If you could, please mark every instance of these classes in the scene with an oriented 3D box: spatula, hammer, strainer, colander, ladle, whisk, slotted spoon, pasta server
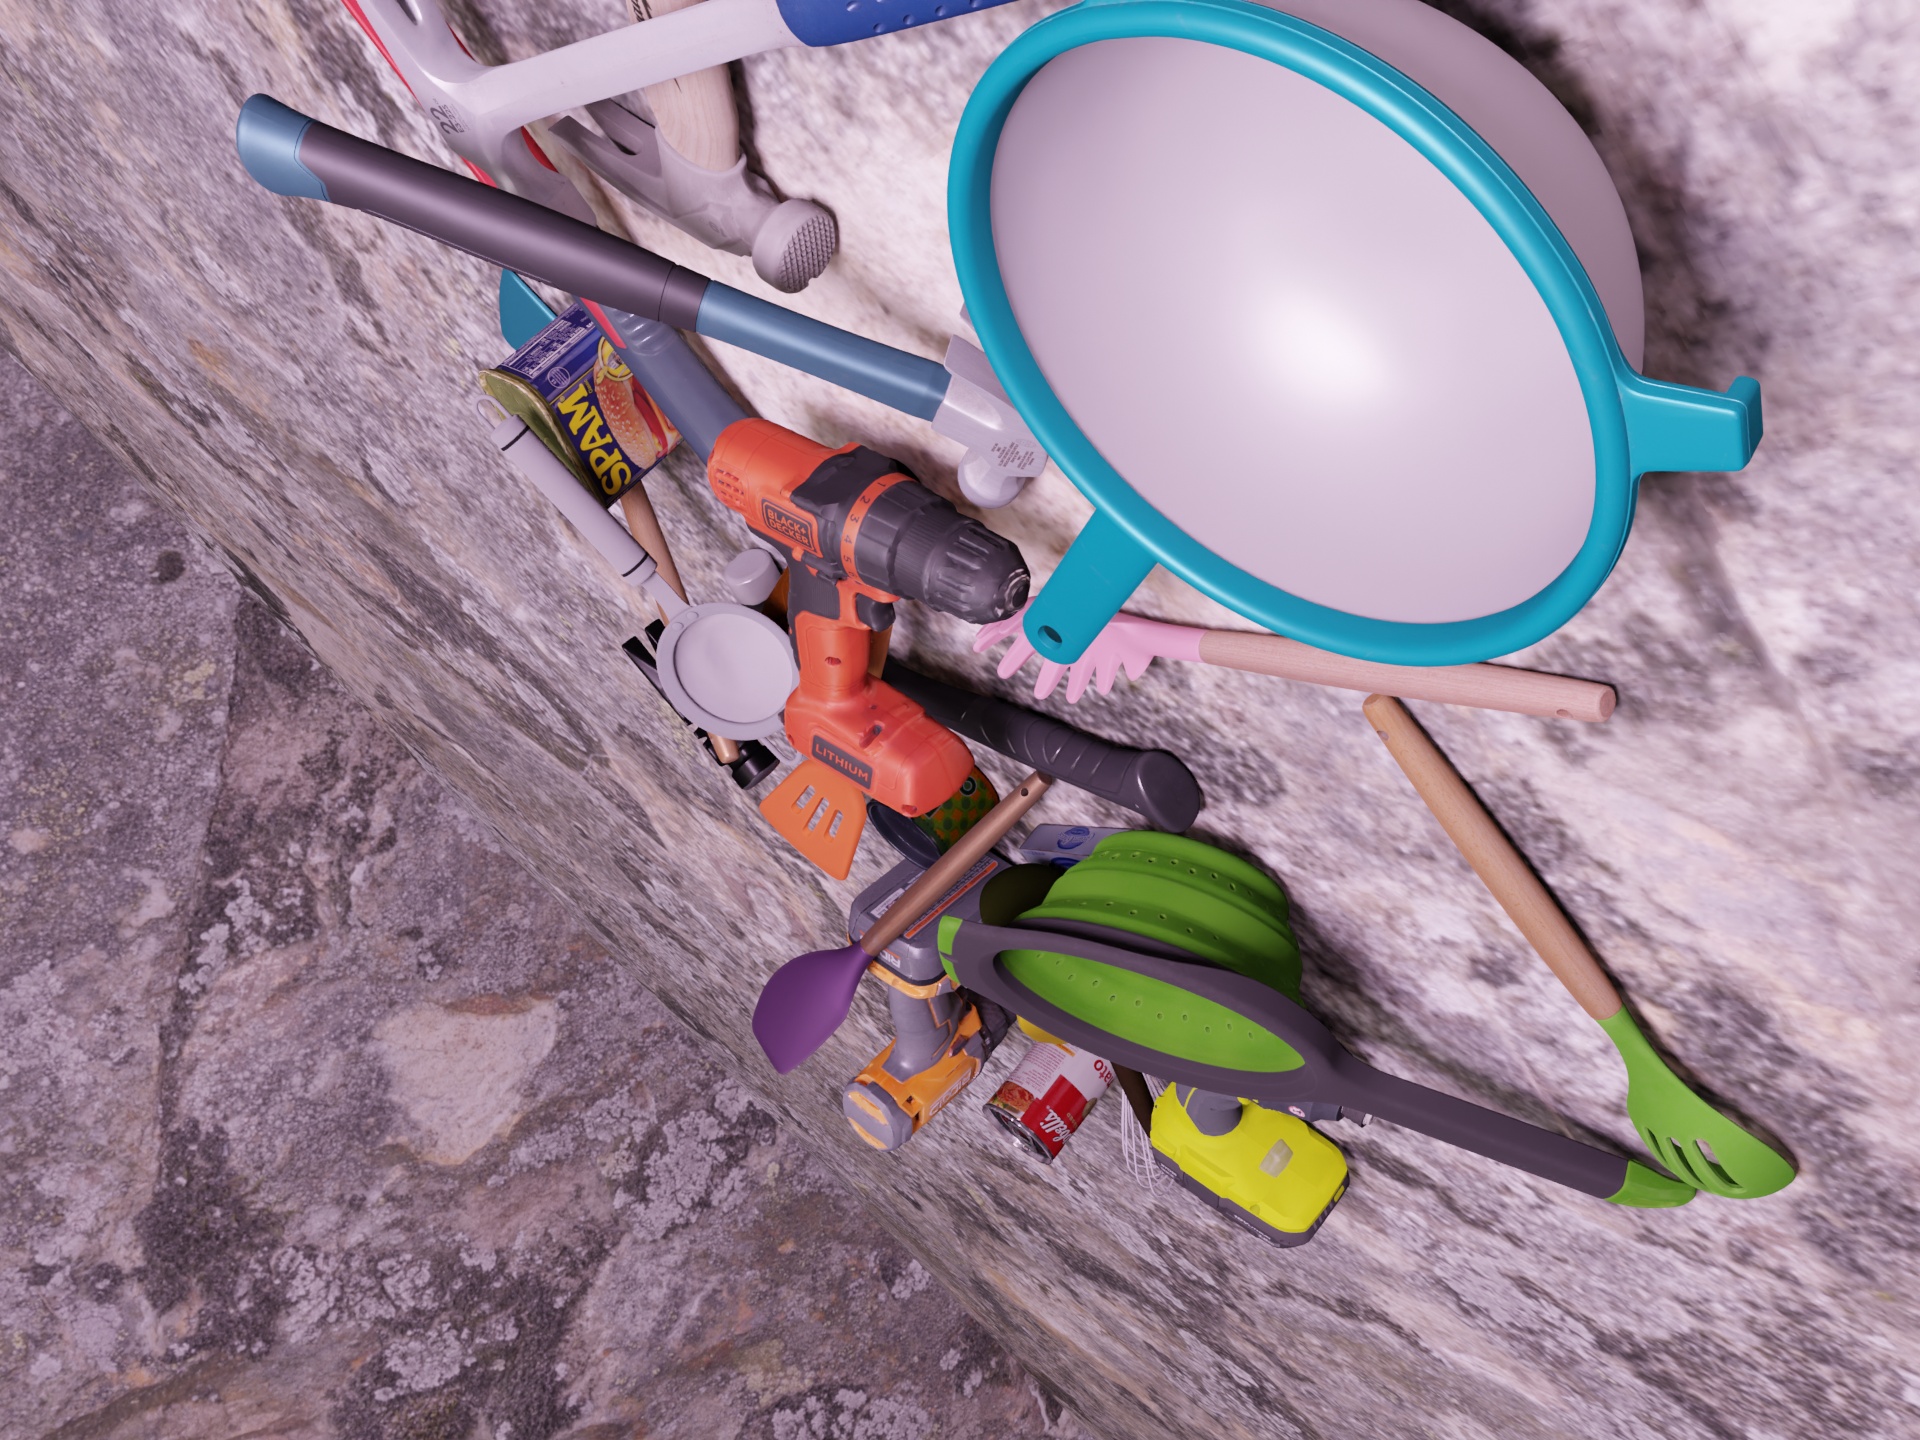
[{"bbox_3d":[-0.045,0.128,1.014,0.316,0.018,0.060,-46,70,32],"label":"spatula"},{"bbox_3d":[-0.213,-0.242,0.770,0.143,0.038,0.385,-16,130,27],"label":"hammer"},{"bbox_3d":[-0.074,0.015,0.977,0.081,0.041,0.322,41,156,8],"label":"spatula"},{"bbox_3d":[-0.106,-0.063,0.914,0.127,0.034,0.337,50,147,0],"label":"hammer"},{"bbox_3d":[-0.001,-0.003,0.925,0.335,0.035,0.146,22,150,40],"label":"hammer"},{"bbox_3d":[0.092,-0.103,0.502,0.211,0.095,0.340,42,160,2],"label":"strainer"},{"bbox_3d":[0.188,0.148,0.839,0.397,0.094,0.204,18,157,10],"label":"colander"},{"bbox_3d":[0.084,0.200,1.043,0.319,0.062,0.078,66,-169,-45],"label":"ladle"},{"bbox_3d":[-0.167,-0.078,0.862,0.087,0.050,0.258,-29,116,26],"label":"strainer"},{"bbox_3d":[0.130,0.255,1.163,0.070,0.070,0.284,23,146,40],"label":"whisk"},{"bbox_3d":[-0.200,-0.118,0.942,0.318,0.044,0.082,68,158,10],"label":"spatula"},{"bbox_3d":[-0.122,-0.326,0.526,0.146,0.038,0.410,36,157,19],"label":"hammer"},{"bbox_3d":[0.265,0.107,0.691,0.313,0.031,0.070,50,157,-15],"label":"slotted spoon"},{"bbox_3d":[-0.115,-0.168,0.628,0.331,0.033,0.128,19,166,-8],"label":"hammer"},{"bbox_3d":[0.123,-0.022,0.675,0.316,0.040,0.060,13,156,49],"label":"pasta server"},{"bbox_3d":[-0.064,-0.234,0.515,0.406,0.035,0.143,7,143,42],"label":"hammer"}]

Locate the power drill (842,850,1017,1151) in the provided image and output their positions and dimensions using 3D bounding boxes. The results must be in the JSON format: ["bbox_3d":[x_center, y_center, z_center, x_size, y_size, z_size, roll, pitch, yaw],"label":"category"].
[{"bbox_3d":[-0.005,0.186,1.151,0.084,0.185,0.226,30,136,28],"label":"power drill"}]

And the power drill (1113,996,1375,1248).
[{"bbox_3d":[0.185,0.242,1.013,0.171,0.080,0.223,30,152,31],"label":"power drill"}]
